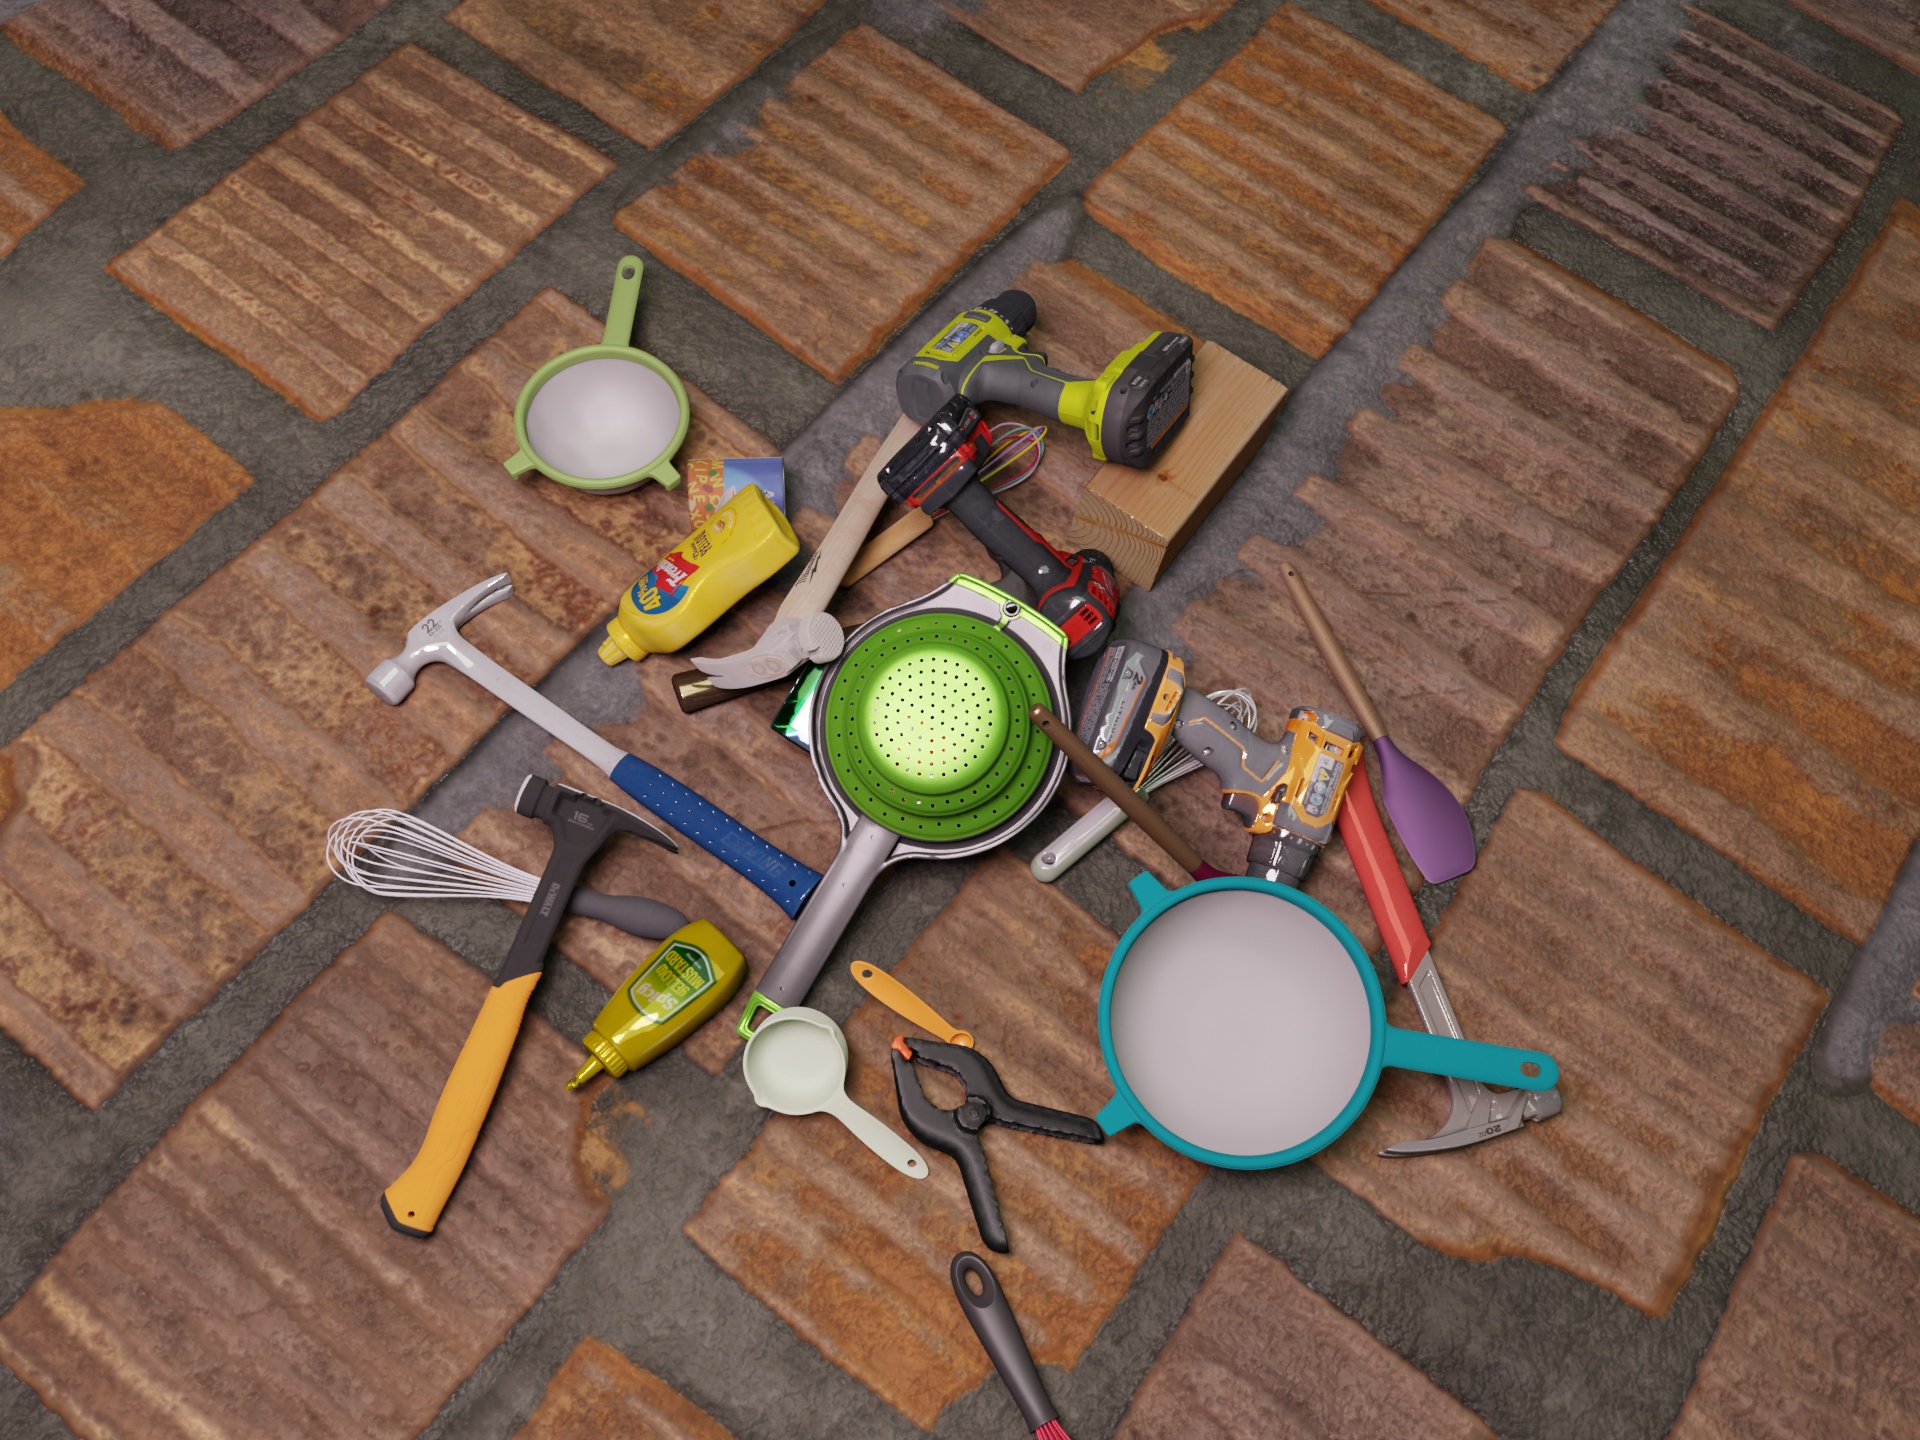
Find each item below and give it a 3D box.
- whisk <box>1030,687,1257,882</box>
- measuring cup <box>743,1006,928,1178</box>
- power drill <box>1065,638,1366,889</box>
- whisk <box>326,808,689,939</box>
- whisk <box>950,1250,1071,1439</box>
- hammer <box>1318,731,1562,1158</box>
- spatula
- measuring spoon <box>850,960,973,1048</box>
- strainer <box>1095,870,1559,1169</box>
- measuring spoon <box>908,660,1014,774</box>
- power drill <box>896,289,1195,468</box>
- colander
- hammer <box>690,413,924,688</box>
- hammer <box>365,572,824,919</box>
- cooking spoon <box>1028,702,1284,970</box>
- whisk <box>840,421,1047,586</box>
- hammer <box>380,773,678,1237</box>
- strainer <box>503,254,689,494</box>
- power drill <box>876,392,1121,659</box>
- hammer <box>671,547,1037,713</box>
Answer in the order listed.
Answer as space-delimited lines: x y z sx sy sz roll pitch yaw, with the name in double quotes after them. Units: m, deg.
0.152 0.052 1.313 0.246 0.059 0.058 -38 58 -16 "whisk"
-0.087 0.280 1.186 0.167 0.038 0.083 42 100 -5 "measuring cup"
0.197 0.052 1.265 0.226 0.084 0.185 23 84 -14 "power drill"
-0.349 0.127 1.231 0.284 0.070 0.070 15 64 -4 "whisk"
0.068 0.499 1.085 0.073 0.073 0.296 -23 62 -15 "whisk"
0.344 0.164 1.281 0.149 0.036 0.359 -12 66 -11 "hammer"
0.353 -0.006 1.373 0.060 0.018 0.316 -22 69 -6 "spatula"
-0.037 0.216 1.210 0.117 0.011 0.021 38 106 -14 "measuring spoon"
0.268 0.239 1.201 0.340 0.095 0.211 10 76 0 "strainer"
-0.002 -0.004 1.330 0.034 0.018 0.124 -42 86 -9 "measuring spoon"
0.083 -0.306 1.383 0.229 0.080 0.191 19 46 23 "power drill"
-0.060 0.072 1.188 0.204 0.094 0.397 30 87 5 "colander"
-0.090 -0.183 1.371 0.038 0.146 0.411 52 45 -28 "hammer"
-0.281 0.026 1.292 0.405 0.035 0.144 33 66 11 "hammer"
0.162 0.095 1.215 0.068 0.017 0.318 -41 109 16 "cooking spoon"
-0.016 -0.195 1.425 0.245 0.051 0.047 -38 52 -16 "whisk"
-0.327 0.214 1.170 0.127 0.034 0.337 22 74 -5 "hammer"
-0.310 -0.300 1.430 0.151 0.069 0.257 4 63 -1 "strainer"
0.047 -0.160 1.317 0.226 0.188 0.080 45 111 -9 "power drill"
-0.081 -0.066 1.358 0.331 0.031 0.130 -17 67 -13 "hammer"
